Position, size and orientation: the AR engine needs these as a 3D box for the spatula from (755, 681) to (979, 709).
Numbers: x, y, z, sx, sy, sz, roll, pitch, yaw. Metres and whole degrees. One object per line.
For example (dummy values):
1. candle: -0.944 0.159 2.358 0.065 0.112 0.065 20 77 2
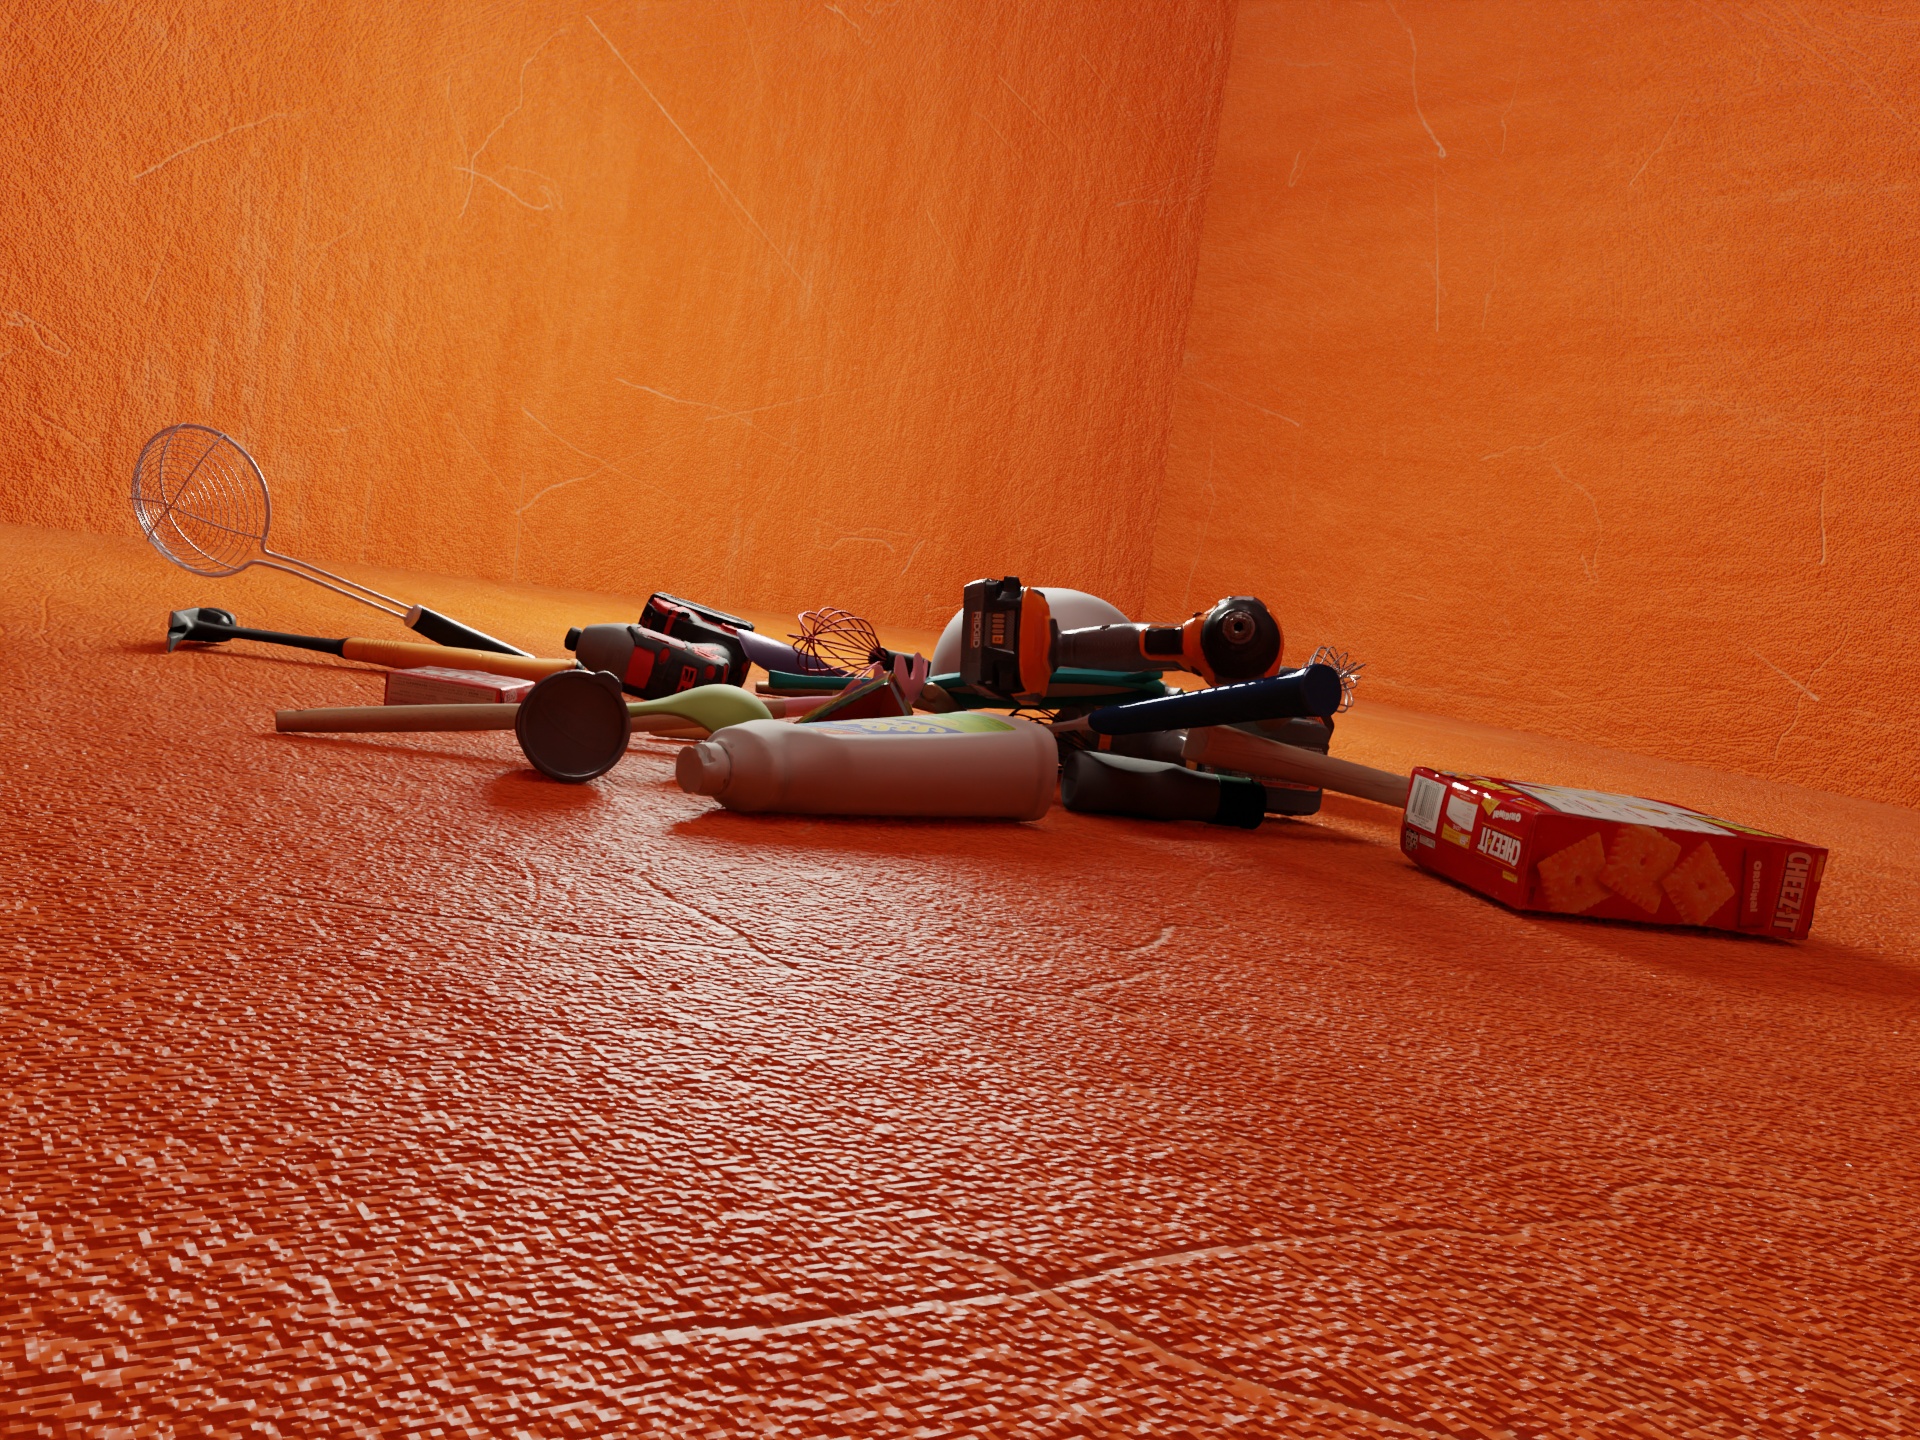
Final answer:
1. spatula: -0.057 -0.037 1.678 0.317 0.044 0.082 3 7 -10

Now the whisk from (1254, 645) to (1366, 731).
1. whisk: 0.273 -0.020 1.251 0.058 0.059 0.246 -20 0 28

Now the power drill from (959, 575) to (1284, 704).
1. power drill: 0.117 -0.056 1.140 0.226 0.084 0.164 2 -6 10

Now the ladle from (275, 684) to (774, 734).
1. ladle: -0.275 0.009 1.043 0.320 0.062 0.078 -1 11 -22

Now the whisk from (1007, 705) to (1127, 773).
1. whisk: 0.113 0.037 1.285 0.055 0.055 0.239 4 12 -41

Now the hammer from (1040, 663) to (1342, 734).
1. hammer: 0.097 0.001 1.146 0.144 0.035 0.405 6 -9 -41

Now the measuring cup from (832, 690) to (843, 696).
1. measuring cup: -0.073 -0.005 1.452 0.083 0.038 0.168 7 8 -15

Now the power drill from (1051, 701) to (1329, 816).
1. power drill: 0.209 0.028 1.343 0.185 0.084 0.226 7 1 -32

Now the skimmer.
1. skimmer: -0.538 -0.134 1.398 0.363 0.127 0.090 27 27 -38

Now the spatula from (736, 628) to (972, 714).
1. spatula: -0.094 -0.034 1.565 0.315 0.018 0.060 17 36 -46

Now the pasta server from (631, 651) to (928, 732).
1. pasta server: -0.161 -0.014 1.201 0.316 0.040 0.060 -6 -19 -30

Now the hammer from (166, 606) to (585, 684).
1. hammer: -0.496 -0.059 1.368 0.336 0.034 0.127 7 5 -11

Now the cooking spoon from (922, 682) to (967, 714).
1. cooking spoon: -0.002 -0.004 1.397 0.069 0.017 0.318 6 -6 9

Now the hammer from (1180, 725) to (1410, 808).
1. hammer: 0.344 0.056 1.222 0.410 0.038 0.146 13 4 -30

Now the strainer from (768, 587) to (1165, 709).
1. strainer: 0.006 -0.066 1.368 0.340 0.095 0.211 1 -5 2

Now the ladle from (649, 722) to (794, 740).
1. ladle: -0.103 0.011 1.289 0.315 0.031 0.069 2 -6 -33

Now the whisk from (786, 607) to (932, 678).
1. whisk: -0.085 -0.061 1.521 0.073 0.073 0.295 10 0 20

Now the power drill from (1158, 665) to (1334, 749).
1. power drill: 0.229 -0.013 1.524 0.223 0.080 0.171 13 -23 35

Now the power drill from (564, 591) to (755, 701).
1. power drill: -0.271 -0.061 1.462 0.143 0.078 0.220 18 9 0
